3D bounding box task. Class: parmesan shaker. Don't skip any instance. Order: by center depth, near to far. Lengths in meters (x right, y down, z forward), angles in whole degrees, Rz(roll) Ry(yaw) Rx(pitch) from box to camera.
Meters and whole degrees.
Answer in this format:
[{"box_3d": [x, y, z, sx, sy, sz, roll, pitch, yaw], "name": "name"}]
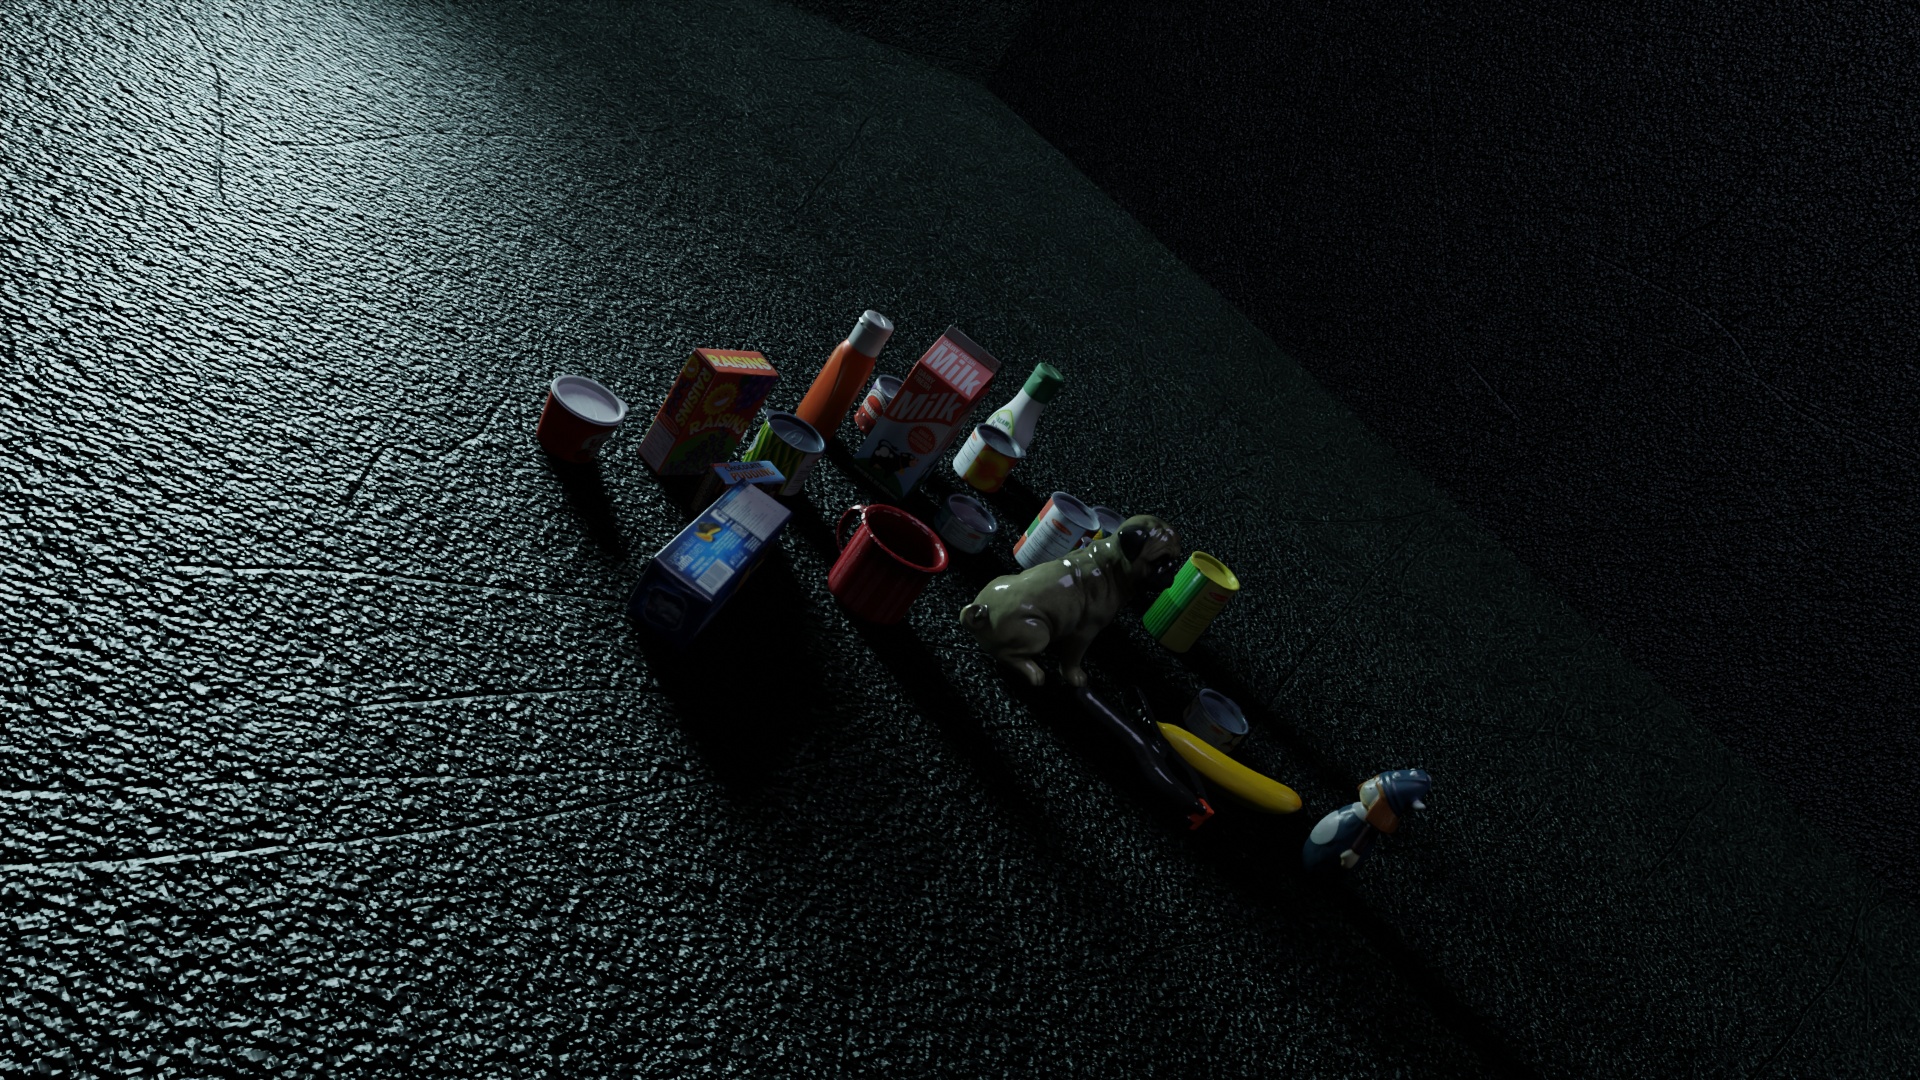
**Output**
[{"box_3d": [0.265, 0.071, 1.617, 0.071, 0.102, 0.071, 29, 25, -15], "name": "parmesan shaker"}]

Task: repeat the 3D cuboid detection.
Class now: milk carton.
[{"box_3d": [-0.034, -0.139, 1.509, 0.072, 0.189, 0.074, 38, 25, 5], "name": "milk carton"}]

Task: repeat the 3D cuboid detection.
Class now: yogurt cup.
[{"box_3d": [-0.339, -0.105, 1.230, 0.072, 0.053, 0.073, 28, 26, -15], "name": "yogurt cup"}]

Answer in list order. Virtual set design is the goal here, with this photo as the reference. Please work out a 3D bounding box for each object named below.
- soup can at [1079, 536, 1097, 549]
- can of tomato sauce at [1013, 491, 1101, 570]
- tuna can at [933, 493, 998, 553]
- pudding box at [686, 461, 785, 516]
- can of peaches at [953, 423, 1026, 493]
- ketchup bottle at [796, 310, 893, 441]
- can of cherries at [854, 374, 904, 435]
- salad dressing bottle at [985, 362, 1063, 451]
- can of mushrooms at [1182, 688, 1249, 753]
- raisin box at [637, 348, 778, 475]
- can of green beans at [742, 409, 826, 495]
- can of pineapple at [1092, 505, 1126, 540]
[{"box_3d": [0.137, 0.049, 1.519, 0.071, 0.083, 0.072, 29, 25, -15], "name": "soup can"}, {"box_3d": [0.110, -0.003, 1.578, 0.071, 0.082, 0.071, 29, 25, -15], "name": "can of tomato sauce"}, {"box_3d": [0.005, -0.019, 1.535, 0.071, 0.032, 0.071, 28, 26, -15], "name": "tuna can"}, {"box_3d": [-0.209, -0.047, 1.296, 0.030, 0.049, 0.084, 46, 27, 22], "name": "pudding box"}, {"box_3d": [0.035, -0.098, 1.681, 0.071, 0.057, 0.071, 29, 26, -15], "name": "can of peaches"}, {"box_3d": [-0.126, -0.182, 1.520, 0.043, 0.148, 0.065, 20, 29, -30], "name": "ketchup bottle"}, {"box_3d": [-0.084, -0.152, 1.626, 0.071, 0.058, 0.072, 29, 26, -15], "name": "can of cherries"}, {"box_3d": [0.072, -0.152, 1.715, 0.044, 0.147, 0.064, 8, 36, -46], "name": "salad dressing bottle"}, {"box_3d": [0.275, 0.195, 1.496, 0.071, 0.033, 0.071, 28, 26, -15], "name": "can of mushrooms"}, {"box_3d": [-0.236, -0.120, 1.302, 0.040, 0.123, 0.086, 47, 27, 24], "name": "raisin box"}, {"box_3d": [-0.178, -0.087, 1.395, 0.071, 0.057, 0.071, 29, 26, -15], "name": "can of green beans"}, {"box_3d": [0.170, 0.000, 1.677, 0.071, 0.057, 0.071, 29, 26, -15], "name": "can of pineapple"}]
